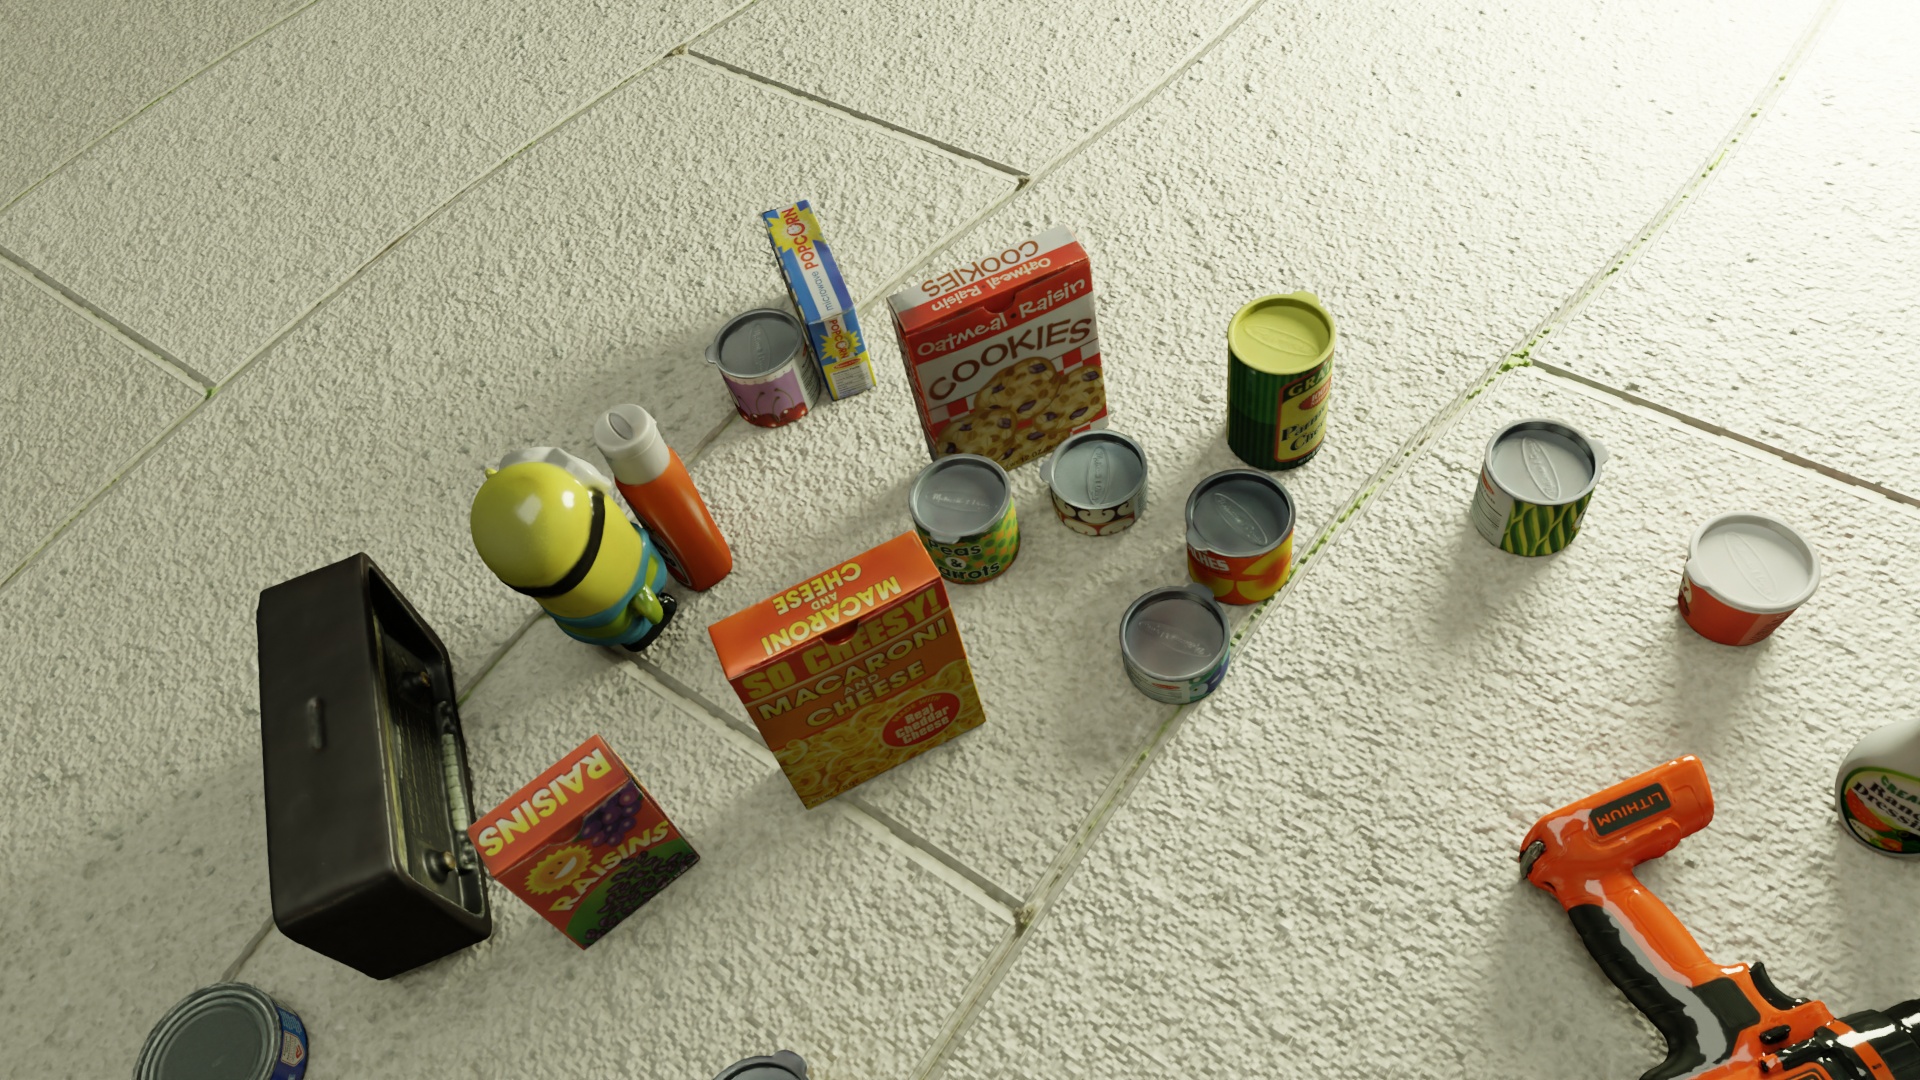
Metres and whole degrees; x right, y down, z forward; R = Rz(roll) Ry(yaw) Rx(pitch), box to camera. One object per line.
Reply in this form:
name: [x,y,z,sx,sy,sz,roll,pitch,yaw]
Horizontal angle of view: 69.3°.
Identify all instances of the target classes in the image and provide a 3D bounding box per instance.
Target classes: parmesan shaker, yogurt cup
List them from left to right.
parmesan shaker: [0.208,-0.102,0.899,0.071,0.102,0.071,-5,56,7]
yogurt cup: [0.449,0.025,0.798,0.072,0.053,0.073,-5,55,7]

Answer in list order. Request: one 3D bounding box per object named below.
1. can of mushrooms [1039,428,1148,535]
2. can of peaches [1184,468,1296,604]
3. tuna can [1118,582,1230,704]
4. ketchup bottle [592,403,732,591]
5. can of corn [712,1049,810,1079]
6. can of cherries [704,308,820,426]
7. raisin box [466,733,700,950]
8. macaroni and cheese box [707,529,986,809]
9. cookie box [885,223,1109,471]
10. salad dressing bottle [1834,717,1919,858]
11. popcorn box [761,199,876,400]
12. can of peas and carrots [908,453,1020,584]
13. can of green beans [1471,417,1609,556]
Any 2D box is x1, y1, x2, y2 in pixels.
can of mushrooms: [0.089,-0.039,0.920,0.071,0.033,0.071,-5,55,7]
can of peaches: [0.172,-0.001,0.864,0.071,0.057,0.071,-5,55,7]
tuna can: [0.132,0.062,0.844,0.071,0.032,0.071,-5,55,7]
ketchup bottle: [-0.192,-0.029,0.895,0.043,0.148,0.065,-37,58,-14]
can of corn: [-0.095,0.301,0.707,0.071,0.058,0.071,-5,55,7]
can of cherries: [-0.142,-0.124,1.006,0.071,0.058,0.072,-5,55,7]
raisin box: [-0.207,0.171,0.777,0.086,0.122,0.040,-36,57,-14]
macaroni and cheese box: [-0.057,0.078,0.786,0.124,0.165,0.040,-26,56,-7]
cookie box: [0.029,-0.112,0.900,0.123,0.166,0.040,-24,55,-6]
salad dressing bottle: [0.480,0.107,0.679,0.044,0.147,0.064,-41,59,-17]
popcorn box: [-0.103,-0.177,1.019,0.038,0.085,0.127,-21,55,-4]
can of peas and carrots: [0.003,-0.011,0.902,0.071,0.058,0.071,-5,55,7]
can of green beans: [0.352,-0.032,0.852,0.071,0.057,0.071,-5,55,7]
